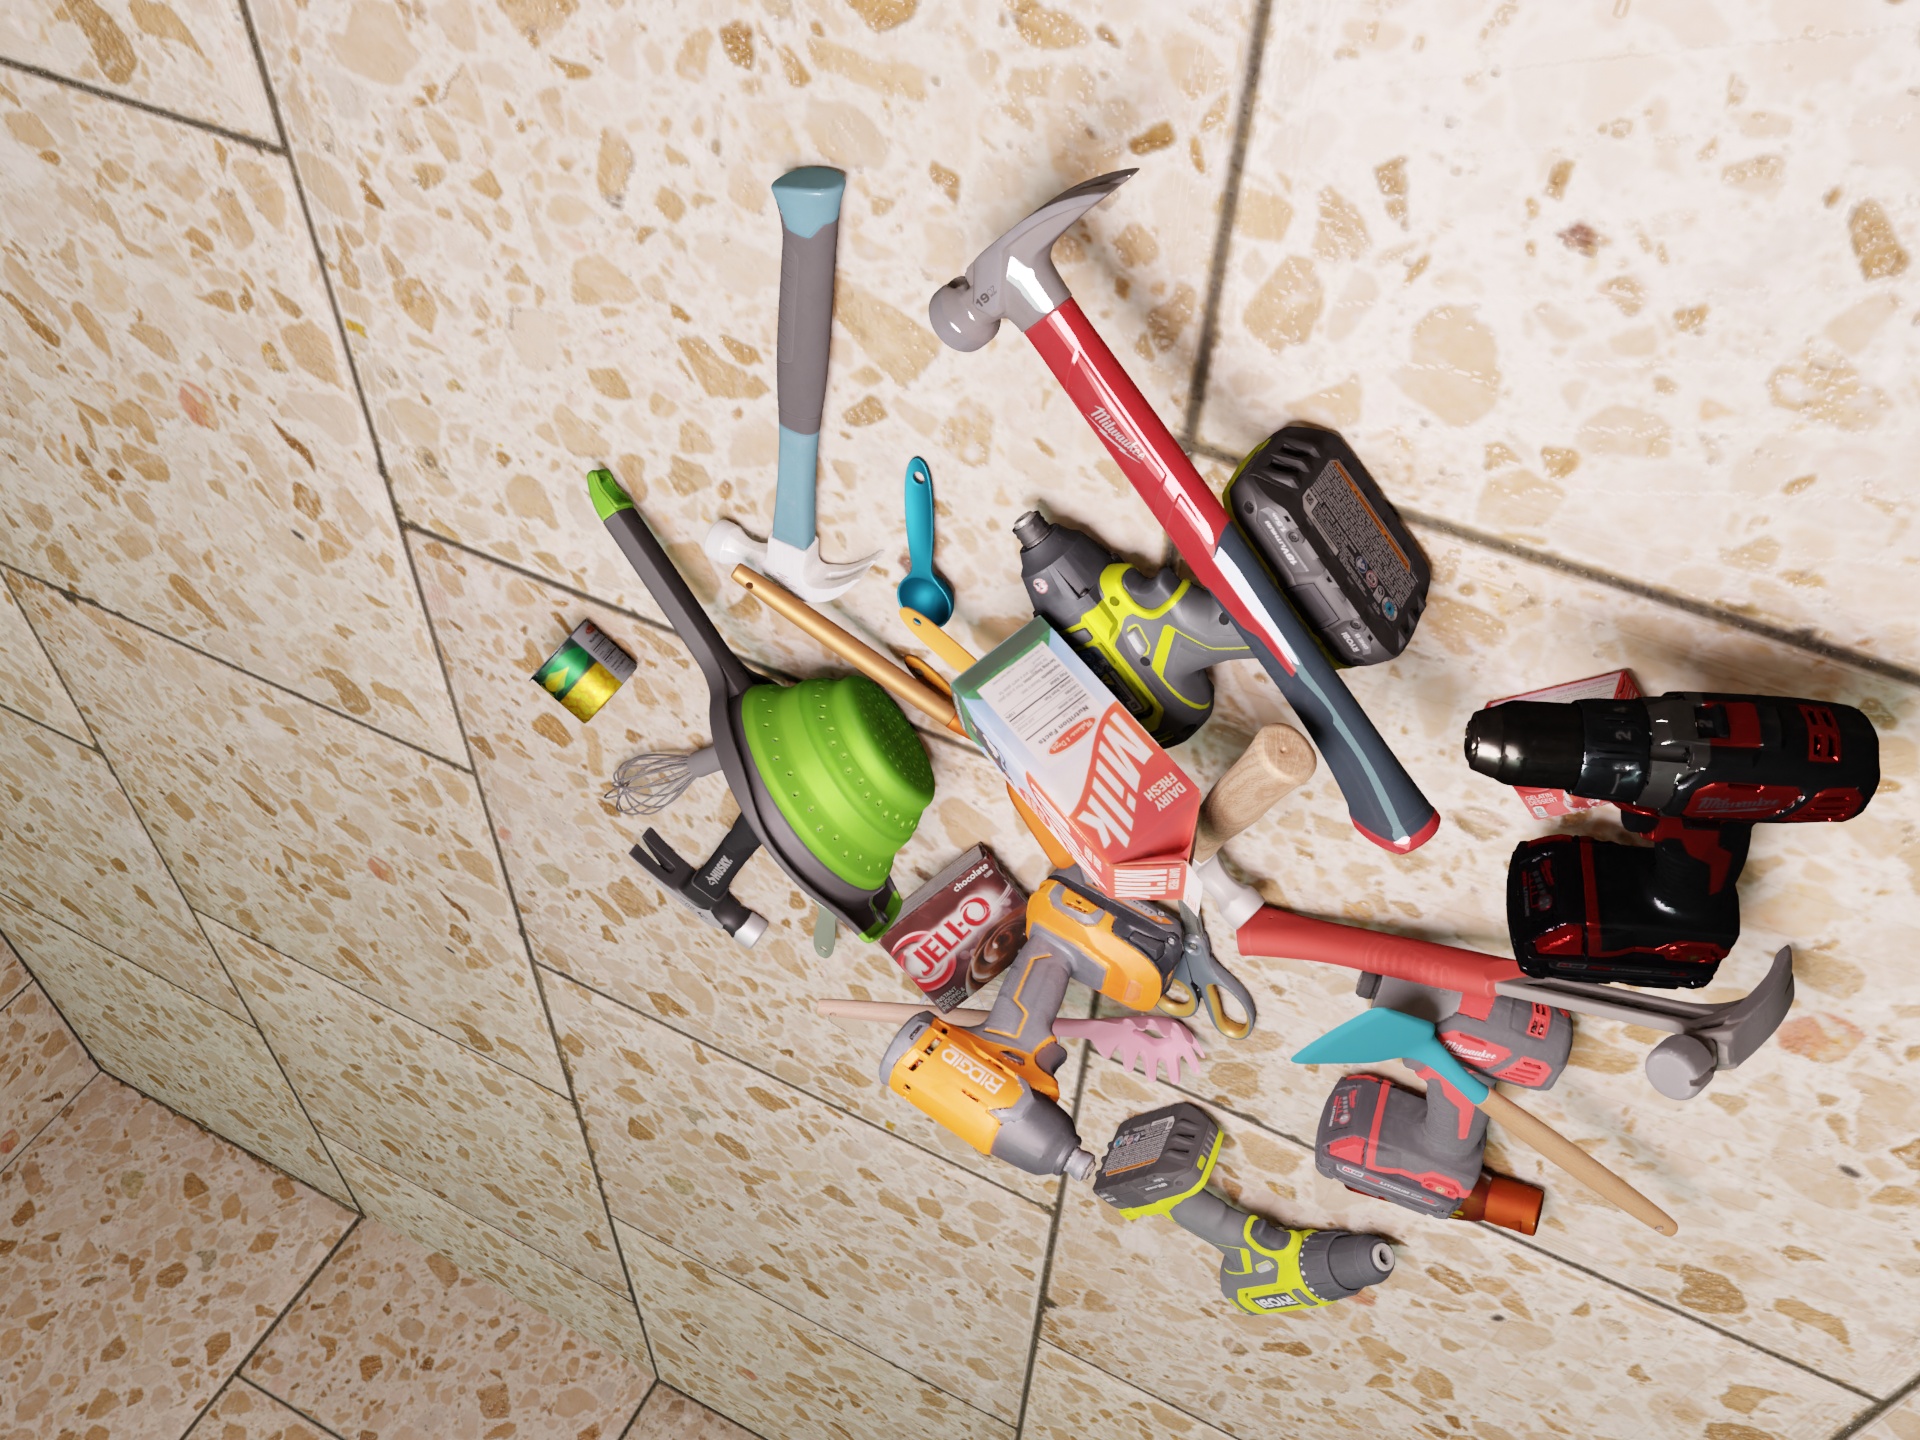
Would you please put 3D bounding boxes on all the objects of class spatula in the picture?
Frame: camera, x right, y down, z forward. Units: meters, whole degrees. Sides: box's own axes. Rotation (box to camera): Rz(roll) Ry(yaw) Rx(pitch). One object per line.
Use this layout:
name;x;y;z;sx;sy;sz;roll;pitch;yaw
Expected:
spatula;-0.027;-0.011;1.127;0.322;0.041;0.081;34;121;-12
spatula;0.364;0.272;1.061;0.317;0.044;0.082;35;130;-13

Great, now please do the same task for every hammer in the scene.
hammer;-0.103;-0.200;1.009;0.128;0.033;0.330;26;142;13
hammer;-0.193;0.100;1.379;0.146;0.035;0.334;37;146;-3
hammer;0.142;-0.092;0.815;0.386;0.038;0.143;52;144;-10
hammer;0.332;0.158;1.029;0.359;0.149;0.036;6;113;48
hammer;0.162;0.054;0.977;0.130;0.031;0.331;46;169;9

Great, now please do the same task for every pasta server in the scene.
pasta server;0.041;0.252;1.296;0.316;0.040;0.060;6;130;-4

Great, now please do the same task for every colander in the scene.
colander;-0.129;-0.033;1.156;0.094;0.204;0.397;-33;93;15

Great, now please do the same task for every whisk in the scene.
whisk;-0.223;0.037;1.341;0.239;0.055;0.055;-19;118;41

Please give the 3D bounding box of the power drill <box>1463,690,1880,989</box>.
power drill;0.351;0.059;0.848;0.188;0.080;0.226;4;148;7

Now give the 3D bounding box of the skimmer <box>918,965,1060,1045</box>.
skimmer;-0.051;0.185;1.299;0.363;0.127;0.090;50;-179;-30

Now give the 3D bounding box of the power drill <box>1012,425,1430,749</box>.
power drill;0.140;-0.078;0.928;0.171;0.080;0.223;50;143;-16

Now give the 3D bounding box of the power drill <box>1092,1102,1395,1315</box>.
power drill;0.249;0.438;1.401;0.228;0.080;0.190;39;142;-10

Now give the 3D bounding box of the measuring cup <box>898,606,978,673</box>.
measuring cup;0.039;-0.034;1.068;0.173;0.052;0.095;38;142;-2

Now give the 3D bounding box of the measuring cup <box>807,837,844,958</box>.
measuring cup;-0.107;0.156;1.392;0.083;0.038;0.167;27;144;9

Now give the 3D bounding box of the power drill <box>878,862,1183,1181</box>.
power drill;0.070;0.222;1.158;0.164;0.226;0.084;31;143;20

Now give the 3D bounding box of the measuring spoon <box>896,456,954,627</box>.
measuring spoon;-0.022;-0.120;1.054;0.042;0.021;0.128;16;130;23

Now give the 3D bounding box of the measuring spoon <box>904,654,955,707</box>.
measuring spoon;-0.002;-0.004;1.162;0.116;0.011;0.021;46;141;-15

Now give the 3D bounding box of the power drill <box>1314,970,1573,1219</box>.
power drill;0.333;0.258;1.142;0.143;0.079;0.219;19;136;10
